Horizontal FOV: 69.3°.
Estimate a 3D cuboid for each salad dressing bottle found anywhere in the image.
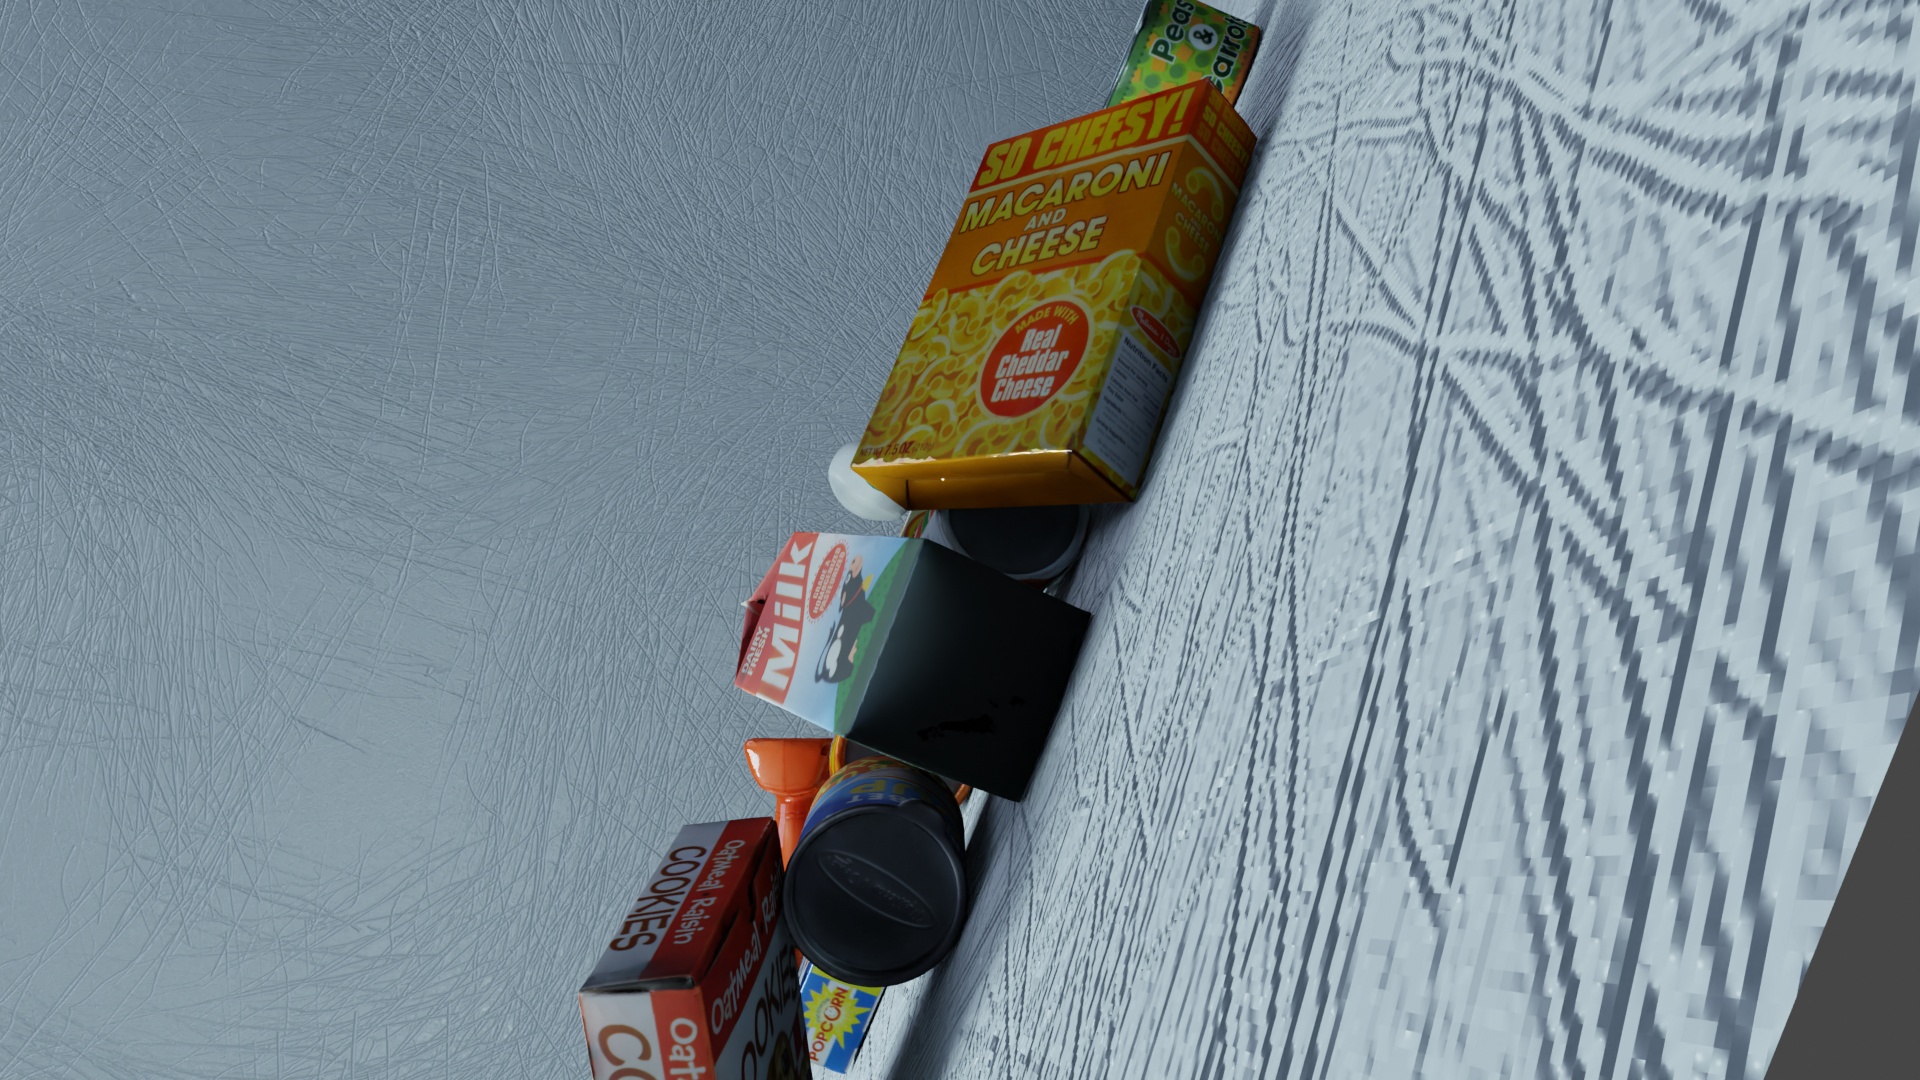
[{"bbox_3d":[-0.054,-0.045,0.940,0.044,0.064,0.147,-58,7,-11],"label":"salad dressing bottle"}]

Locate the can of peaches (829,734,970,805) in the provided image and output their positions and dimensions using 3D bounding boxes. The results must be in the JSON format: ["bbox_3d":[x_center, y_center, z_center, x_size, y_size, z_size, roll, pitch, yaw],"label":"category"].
[{"bbox_3d":[-0.029,0.106,0.655,0.058,0.071,0.071,123,168,-75],"label":"can of peaches"}]

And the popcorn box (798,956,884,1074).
[{"bbox_3d":[-0.054,0.201,0.714,0.127,0.038,0.085,-81,14,-81],"label":"popcorn box"}]

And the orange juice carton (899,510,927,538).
[{"bbox_3d":[0.003,-0.012,0.919,0.071,0.073,0.194,112,179,-47],"label":"orange juice carton"}]

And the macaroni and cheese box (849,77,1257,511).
[{"bbox_3d":[0.037,-0.093,0.551,0.123,0.040,0.167,-1,60,47],"label":"macaroni and cheese box"}]

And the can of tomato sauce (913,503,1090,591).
[{"bbox_3d":[0.018,-0.004,0.616,0.083,0.071,0.071,121,170,-72],"label":"can of tomato sauce"}]

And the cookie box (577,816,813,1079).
[{"bbox_3d":[-0.080,0.196,0.474,0.123,0.040,0.167,-76,-20,-79],"label":"cookie box"}]

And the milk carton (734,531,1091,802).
[{"bbox_3d":[-0.033,0.042,0.553,0.190,0.072,0.073,3,70,67],"label":"milk carton"}]

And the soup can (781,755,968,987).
[{"bbox_3d":[-0.029,0.121,0.531,0.084,0.071,0.071,-96,28,-86],"label":"soup can"}]

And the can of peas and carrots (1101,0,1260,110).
[{"bbox_3d":[0.111,-0.238,0.696,0.071,0.059,0.071,-151,83,-87],"label":"can of peas and carrots"}]
